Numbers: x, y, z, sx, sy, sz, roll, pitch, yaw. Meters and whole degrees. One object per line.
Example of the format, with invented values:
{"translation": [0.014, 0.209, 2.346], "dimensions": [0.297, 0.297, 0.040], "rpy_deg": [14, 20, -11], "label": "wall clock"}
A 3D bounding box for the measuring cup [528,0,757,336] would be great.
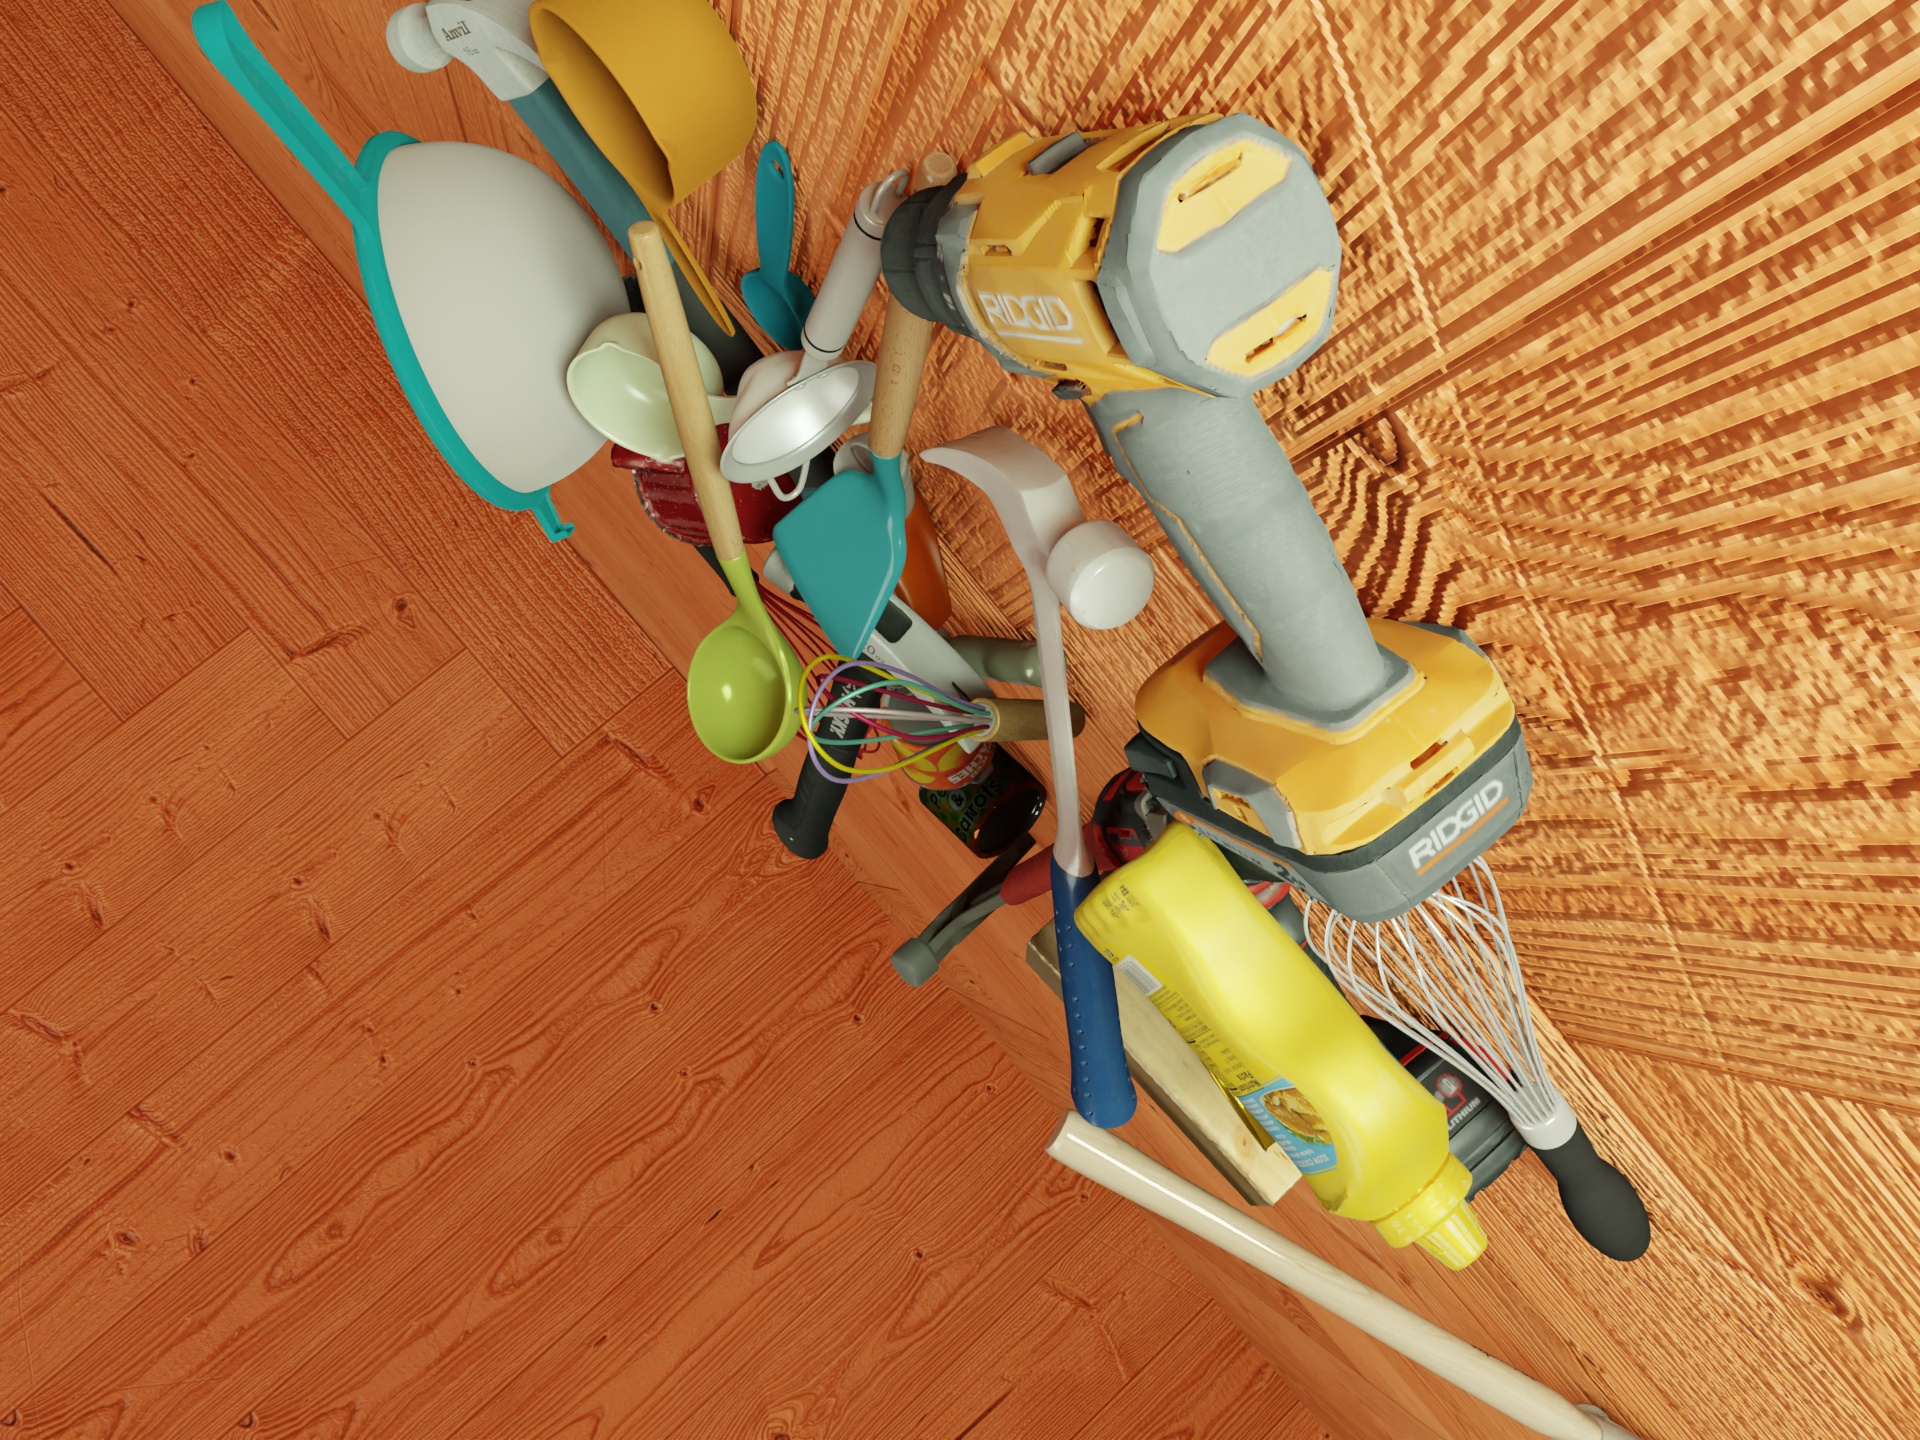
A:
{"translation": [-0.109, -0.231, 0.652], "dimensions": [0.095, 0.052, 0.173], "rpy_deg": [43, 169, 30], "label": "measuring cup"}

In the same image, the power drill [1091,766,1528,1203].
{"translation": [0.157, 0.108, 0.698], "dimensions": [0.226, 0.080, 0.188], "rpy_deg": [53, 168, -5], "label": "power drill"}

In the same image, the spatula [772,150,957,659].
{"translation": [-0.037, -0.122, 0.660], "dimensions": [0.082, 0.044, 0.317], "rpy_deg": [59, 163, 13], "label": "spatula"}

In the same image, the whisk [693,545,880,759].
{"translation": [-0.140, -0.082, 1.099], "dimensions": [0.296, 0.073, 0.073], "rpy_deg": [51, 171, 28], "label": "whisk"}

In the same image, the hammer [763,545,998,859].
{"translation": [-0.071, 0.017, 0.967], "dimensions": [0.146, 0.035, 0.334], "rpy_deg": [38, 153, 6], "label": "hammer"}

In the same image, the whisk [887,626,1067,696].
{"translation": [-0.003, -0.036, 0.908], "dimensions": [0.246, 0.057, 0.059], "rpy_deg": [-168, 74, -66], "label": "whisk"}

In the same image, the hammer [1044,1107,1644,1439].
{"translation": [0.238, 0.348, 0.953], "dimensions": [0.410, 0.038, 0.146], "rpy_deg": [29, 167, 2], "label": "hammer"}

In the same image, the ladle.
{"translation": [-0.126, -0.095, 0.774], "dimensions": [0.078, 0.062, 0.319], "rpy_deg": [36, 152, 30], "label": "ladle"}

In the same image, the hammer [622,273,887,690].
{"translation": [-0.115, -0.122, 1.086], "dimensions": [0.408, 0.036, 0.149], "rpy_deg": [53, 170, -20], "label": "hammer"}

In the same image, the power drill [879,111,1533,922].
{"translation": [0.061, -0.066, 0.472], "dimensions": [0.226, 0.084, 0.185], "rpy_deg": [60, 166, -27], "label": "power drill"}

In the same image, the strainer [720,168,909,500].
{"translation": [-0.058, -0.160, 0.667], "dimensions": [0.050, 0.087, 0.258], "rpy_deg": [58, 158, 3], "label": "strainer"}

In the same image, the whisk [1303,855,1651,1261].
{"translation": [0.215, 0.136, 0.620], "dimensions": [0.284, 0.070, 0.070], "rpy_deg": [50, 170, -32], "label": "whisk"}

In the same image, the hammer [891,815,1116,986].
{"translation": [0.054, 0.096, 1.033], "dimensions": [0.037, 0.149, 0.359], "rpy_deg": [48, 158, 1], "label": "hammer"}

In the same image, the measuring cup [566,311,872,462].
{"translation": [-0.115, -0.169, 0.796], "dimensions": [0.167, 0.038, 0.083], "rpy_deg": [6, 146, 17], "label": "measuring cup"}

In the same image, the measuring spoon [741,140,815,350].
{"translation": [-0.075, -0.210, 0.694], "dimensions": [0.042, 0.021, 0.128], "rpy_deg": [43, 159, 10], "label": "measuring spoon"}

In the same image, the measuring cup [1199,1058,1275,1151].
{"translation": [0.124, 0.151, 0.731], "dimensions": [0.062, 0.029, 0.156], "rpy_deg": [57, 180, -2], "label": "measuring cup"}

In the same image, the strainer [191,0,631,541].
{"translation": [-0.249, -0.249, 0.815], "dimensions": [0.340, 0.095, 0.211], "rpy_deg": [60, -163, -68], "label": "strainer"}

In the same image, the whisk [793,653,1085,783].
{"translation": [-0.001, -0.005, 0.753], "dimensions": [0.047, 0.051, 0.245], "rpy_deg": [49, -157, 21], "label": "whisk"}

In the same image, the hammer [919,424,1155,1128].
{"translation": [0.049, 0.050, 0.723], "dimensions": [0.144, 0.035, 0.405], "rpy_deg": [-125, 18, -45], "label": "hammer"}

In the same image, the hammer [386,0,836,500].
{"translation": [-0.145, -0.222, 0.807], "dimensions": [0.128, 0.033, 0.330], "rpy_deg": [11, 148, 45], "label": "hammer"}
